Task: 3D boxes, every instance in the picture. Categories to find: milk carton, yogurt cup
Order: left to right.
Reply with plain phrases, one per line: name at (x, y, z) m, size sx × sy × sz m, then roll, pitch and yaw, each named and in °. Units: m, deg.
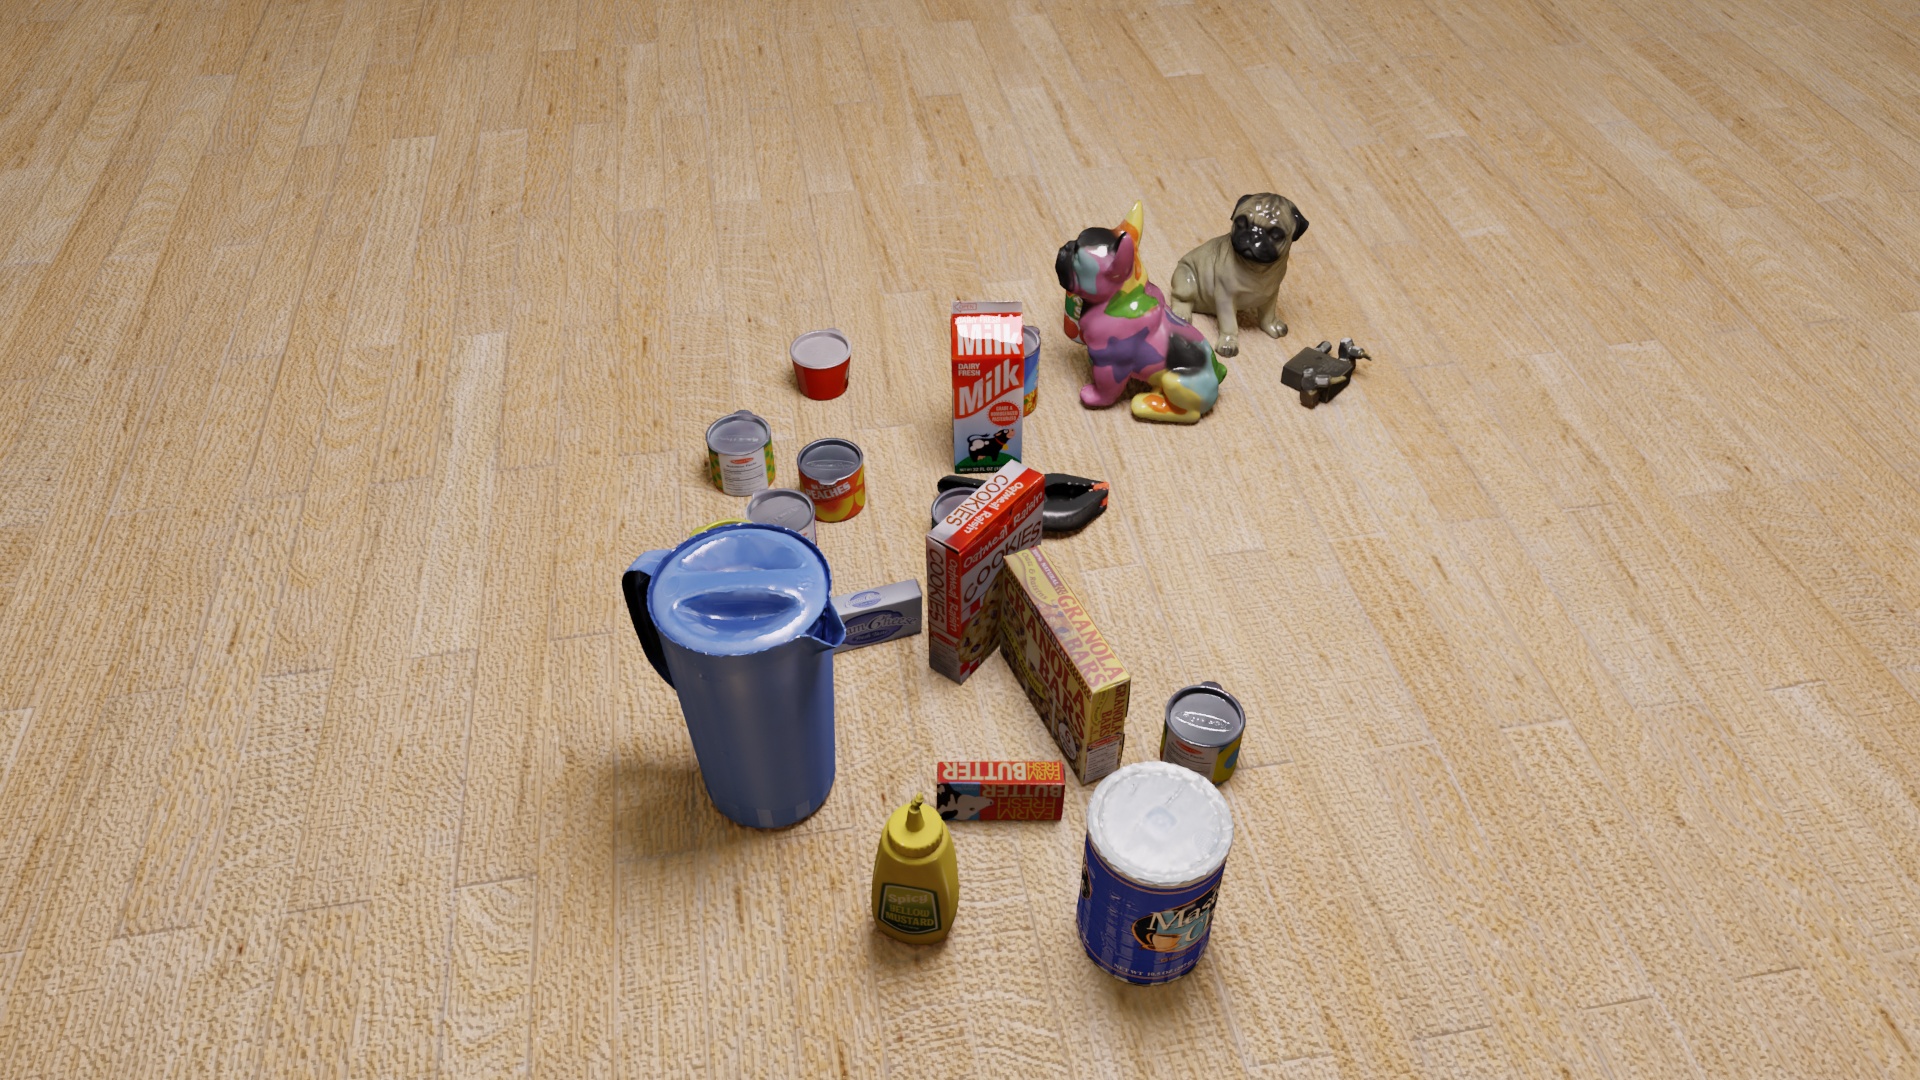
yogurt cup at (-0.152, -0.191, 1.529) m, size 0.072 × 0.053 × 0.073 m, roll 0°, pitch 44°, yaw 0°
milk carton at (0.026, -0.162, 1.401) m, size 0.072 × 0.189 × 0.074 m, roll -1°, pitch 44°, yaw -2°

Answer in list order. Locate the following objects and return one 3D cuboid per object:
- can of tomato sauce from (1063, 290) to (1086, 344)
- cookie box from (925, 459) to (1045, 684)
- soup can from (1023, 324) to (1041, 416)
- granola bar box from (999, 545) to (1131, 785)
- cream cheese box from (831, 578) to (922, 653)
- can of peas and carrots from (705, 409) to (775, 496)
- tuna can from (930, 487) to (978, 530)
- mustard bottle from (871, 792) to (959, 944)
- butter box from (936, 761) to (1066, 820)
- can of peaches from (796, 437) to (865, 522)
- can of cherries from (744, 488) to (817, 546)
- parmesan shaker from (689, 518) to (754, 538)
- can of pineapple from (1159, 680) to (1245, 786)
can of tomato sauce at (0.153, -0.275, 1.597) m, size 0.071 × 0.082 × 0.071 m, roll 0°, pitch 44°, yaw 0°
cookie box at (0.023, 0.029, 1.220) m, size 0.040 × 0.166 × 0.123 m, roll 27°, pitch 50°, yaw 26°
soup can at (0.054, -0.183, 1.500) m, size 0.071 × 0.083 × 0.072 m, roll 0°, pitch 44°, yaw 0°
granola bar box at (0.086, 0.104, 1.173) m, size 0.039 × 0.123 × 0.166 m, roll -17°, pitch 46°, yaw -17°
cream cheese box at (-0.086, 0.070, 1.257) m, size 0.104 × 0.053 × 0.024 m, roll -13°, pitch 45°, yaw -13°
can of peas and carrots at (-0.224, -0.089, 1.419) m, size 0.071 × 0.058 × 0.071 m, roll 0°, pitch 44°, yaw 0°
tuna can at (0.005, -0.017, 1.364) m, size 0.071 × 0.032 × 0.071 m, roll 0°, pitch 44°, yaw 0°
mustard bottle at (-0.034, 0.235, 1.010) m, size 0.065 × 0.159 × 0.049 m, roll 6°, pitch 44°, yaw 7°
butter box at (0.032, 0.202, 1.121) m, size 0.103 × 0.052 × 0.024 m, roll 0°, pitch 44°, yaw 0°
can of peaches at (-0.129, -0.059, 1.388) m, size 0.071 × 0.057 × 0.071 m, roll 0°, pitch 44°, yaw 0°
can of cherries at (-0.172, -0.009, 1.336) m, size 0.071 × 0.058 × 0.072 m, roll 0°, pitch 44°, yaw 0°
parmesan shaker at (-0.205, 0.038, 1.255) m, size 0.071 × 0.102 × 0.072 m, roll 0°, pitch 44°, yaw 0°
can of pineapple at (0.202, 0.163, 1.160) m, size 0.071 × 0.057 × 0.071 m, roll 0°, pitch 44°, yaw 0°
